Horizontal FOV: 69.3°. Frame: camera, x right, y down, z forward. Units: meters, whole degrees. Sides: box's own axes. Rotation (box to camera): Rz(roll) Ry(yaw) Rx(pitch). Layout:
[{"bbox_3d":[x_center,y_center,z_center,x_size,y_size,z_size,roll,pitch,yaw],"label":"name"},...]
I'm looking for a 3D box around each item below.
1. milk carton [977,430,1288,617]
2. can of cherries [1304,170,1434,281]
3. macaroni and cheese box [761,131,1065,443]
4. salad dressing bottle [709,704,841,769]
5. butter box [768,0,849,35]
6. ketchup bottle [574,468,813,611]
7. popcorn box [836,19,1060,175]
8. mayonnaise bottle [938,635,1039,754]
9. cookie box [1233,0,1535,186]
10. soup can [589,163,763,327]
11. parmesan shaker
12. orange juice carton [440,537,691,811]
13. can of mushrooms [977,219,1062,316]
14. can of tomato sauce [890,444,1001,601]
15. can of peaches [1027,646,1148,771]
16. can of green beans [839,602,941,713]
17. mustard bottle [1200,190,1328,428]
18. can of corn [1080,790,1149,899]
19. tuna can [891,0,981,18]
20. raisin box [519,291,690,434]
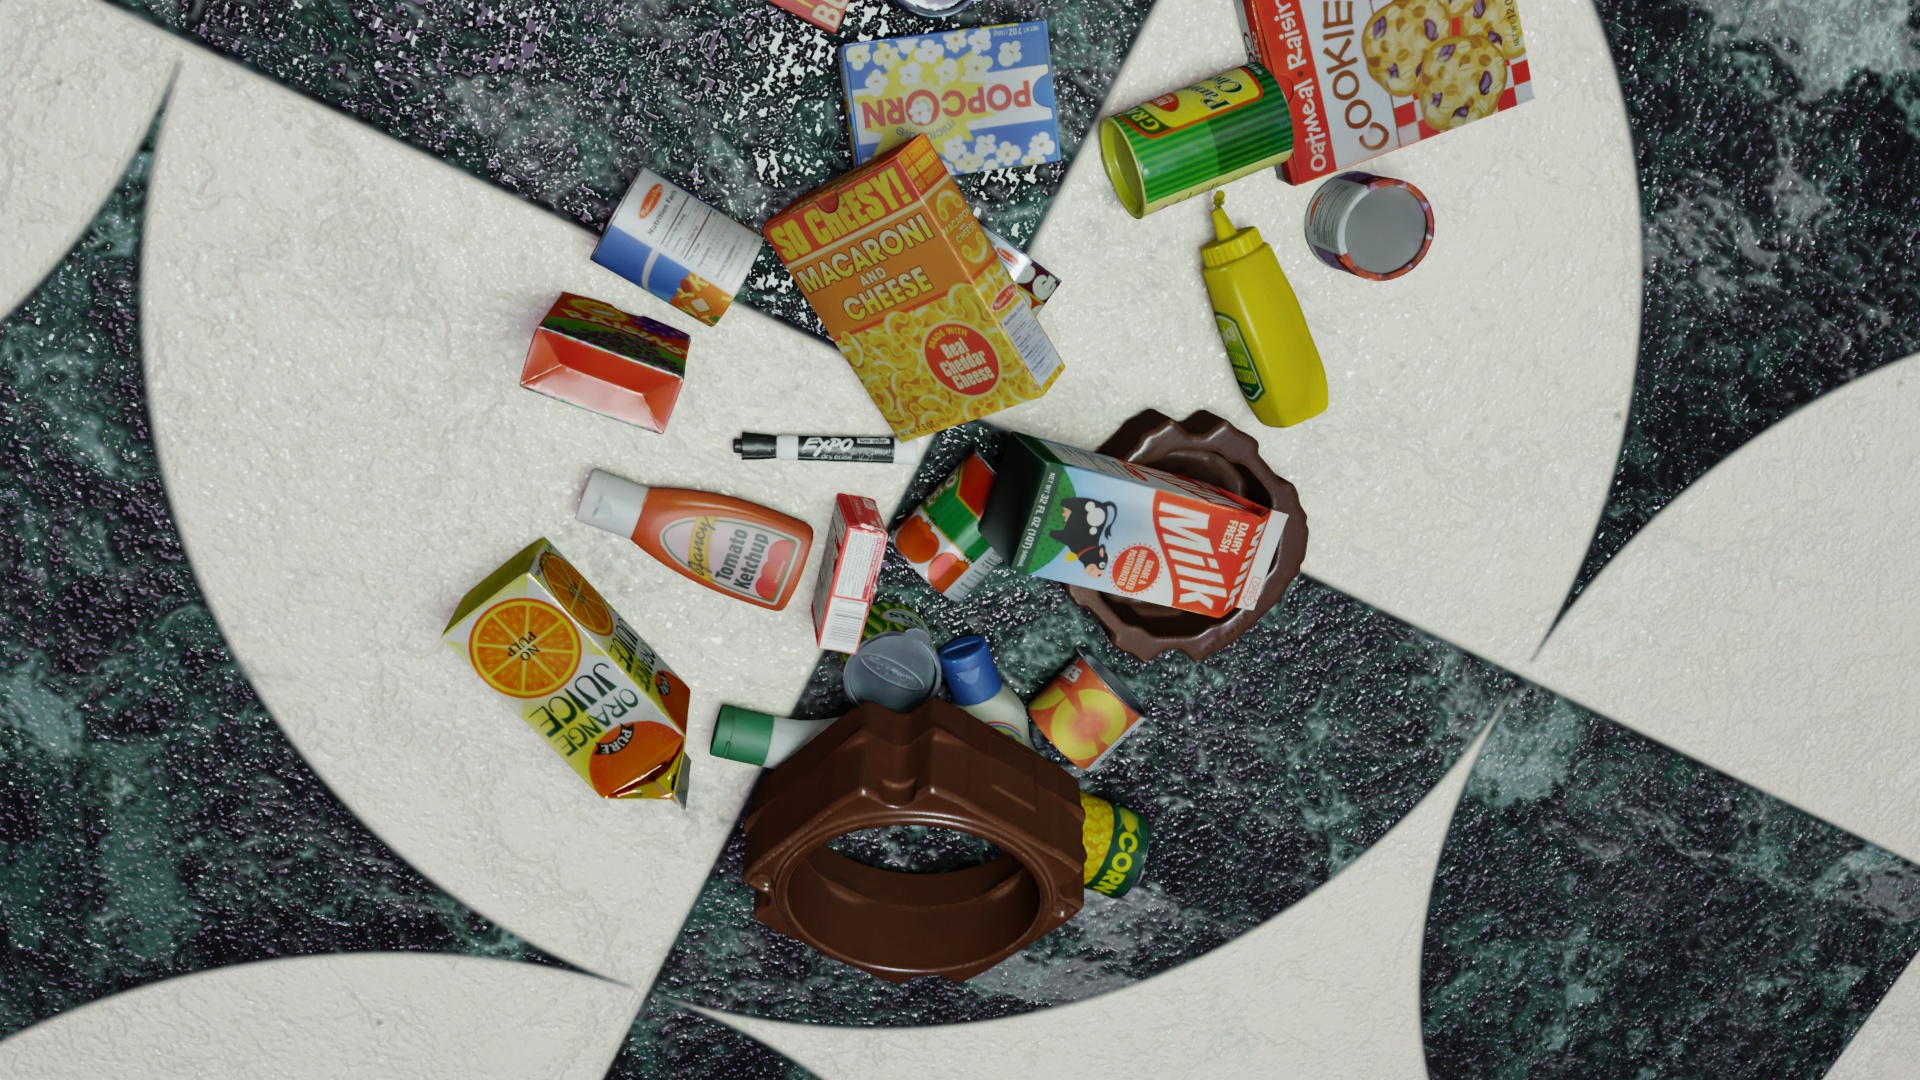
[{"bbox_3d":[0.117,-0.005,0.881,0.191,0.073,0.072,13,105,-20],"label":"milk carton"},{"bbox_3d":[0.270,-0.206,0.911,0.071,0.058,0.071,-3,108,-8],"label":"can of cherries"},{"bbox_3d":[-0.029,-0.149,0.855,0.123,0.040,0.166,-15,117,41],"label":"macaroni and cheese box"},{"bbox_3d":[-0.100,0.148,0.977,0.148,0.044,0.064,14,117,-12],"label":"salad dressing bottle"},{"bbox_3d":[-0.077,-0.360,0.824,0.053,0.024,0.103,22,103,-15],"label":"butter box"},{"bbox_3d":[-0.176,-0.005,0.914,0.149,0.044,0.064,20,104,-14],"label":"ketchup bottle"},{"bbox_3d":[-0.007,-0.269,0.857,0.127,0.038,0.085,-9,108,-6],"label":"popcorn box"},{"bbox_3d":[0.023,0.140,0.994,0.065,0.041,0.147,-18,110,2],"label":"mayonnaise bottle"},{"bbox_3d":[0.271,-0.314,0.885,0.167,0.040,0.122,-20,110,-2],"label":"cookie box"},{"bbox_3d":[-0.173,-0.178,0.848,0.084,0.071,0.071,29,102,-17],"label":"soup can"},{"bbox_3d":[0.147,-0.252,0.873,0.103,0.071,0.071,-23,110,-5],"label":"parmesan shaker"},{"bbox_3d":[-0.243,0.098,0.922,0.073,0.072,0.192,-37,109,5],"label":"orange juice carton"},{"bbox_3d":[0.030,-0.171,0.882,0.071,0.071,0.033,33,101,-17],"label":"can of mushrooms"},{"bbox_3d":[0.003,-0.012,0.929,0.071,0.071,0.083,42,98,-19],"label":"can of tomato sauce"},{"bbox_3d":[0.088,0.120,0.986,0.071,0.071,0.058,41,99,-19],"label":"can of peaches"},{"bbox_3d":[-0.049,0.082,0.955,0.071,0.058,0.071,-3,108,-8],"label":"can of green beans"},{"bbox_3d":[0.193,-0.154,0.916,0.049,0.065,0.160,-26,104,-5],"label":"mustard bottle"},{"bbox_3d":[0.098,0.223,1.017,0.058,0.071,0.071,23,103,-15],"label":"can of corn"},{"bbox_3d":[-0.015,-0.347,0.833,0.071,0.033,0.070,-3,108,-8],"label":"tuna can"},{"bbox_3d":[-0.210,-0.110,0.832,0.086,0.124,0.040,18,105,-14],"label":"raisin box"}]
